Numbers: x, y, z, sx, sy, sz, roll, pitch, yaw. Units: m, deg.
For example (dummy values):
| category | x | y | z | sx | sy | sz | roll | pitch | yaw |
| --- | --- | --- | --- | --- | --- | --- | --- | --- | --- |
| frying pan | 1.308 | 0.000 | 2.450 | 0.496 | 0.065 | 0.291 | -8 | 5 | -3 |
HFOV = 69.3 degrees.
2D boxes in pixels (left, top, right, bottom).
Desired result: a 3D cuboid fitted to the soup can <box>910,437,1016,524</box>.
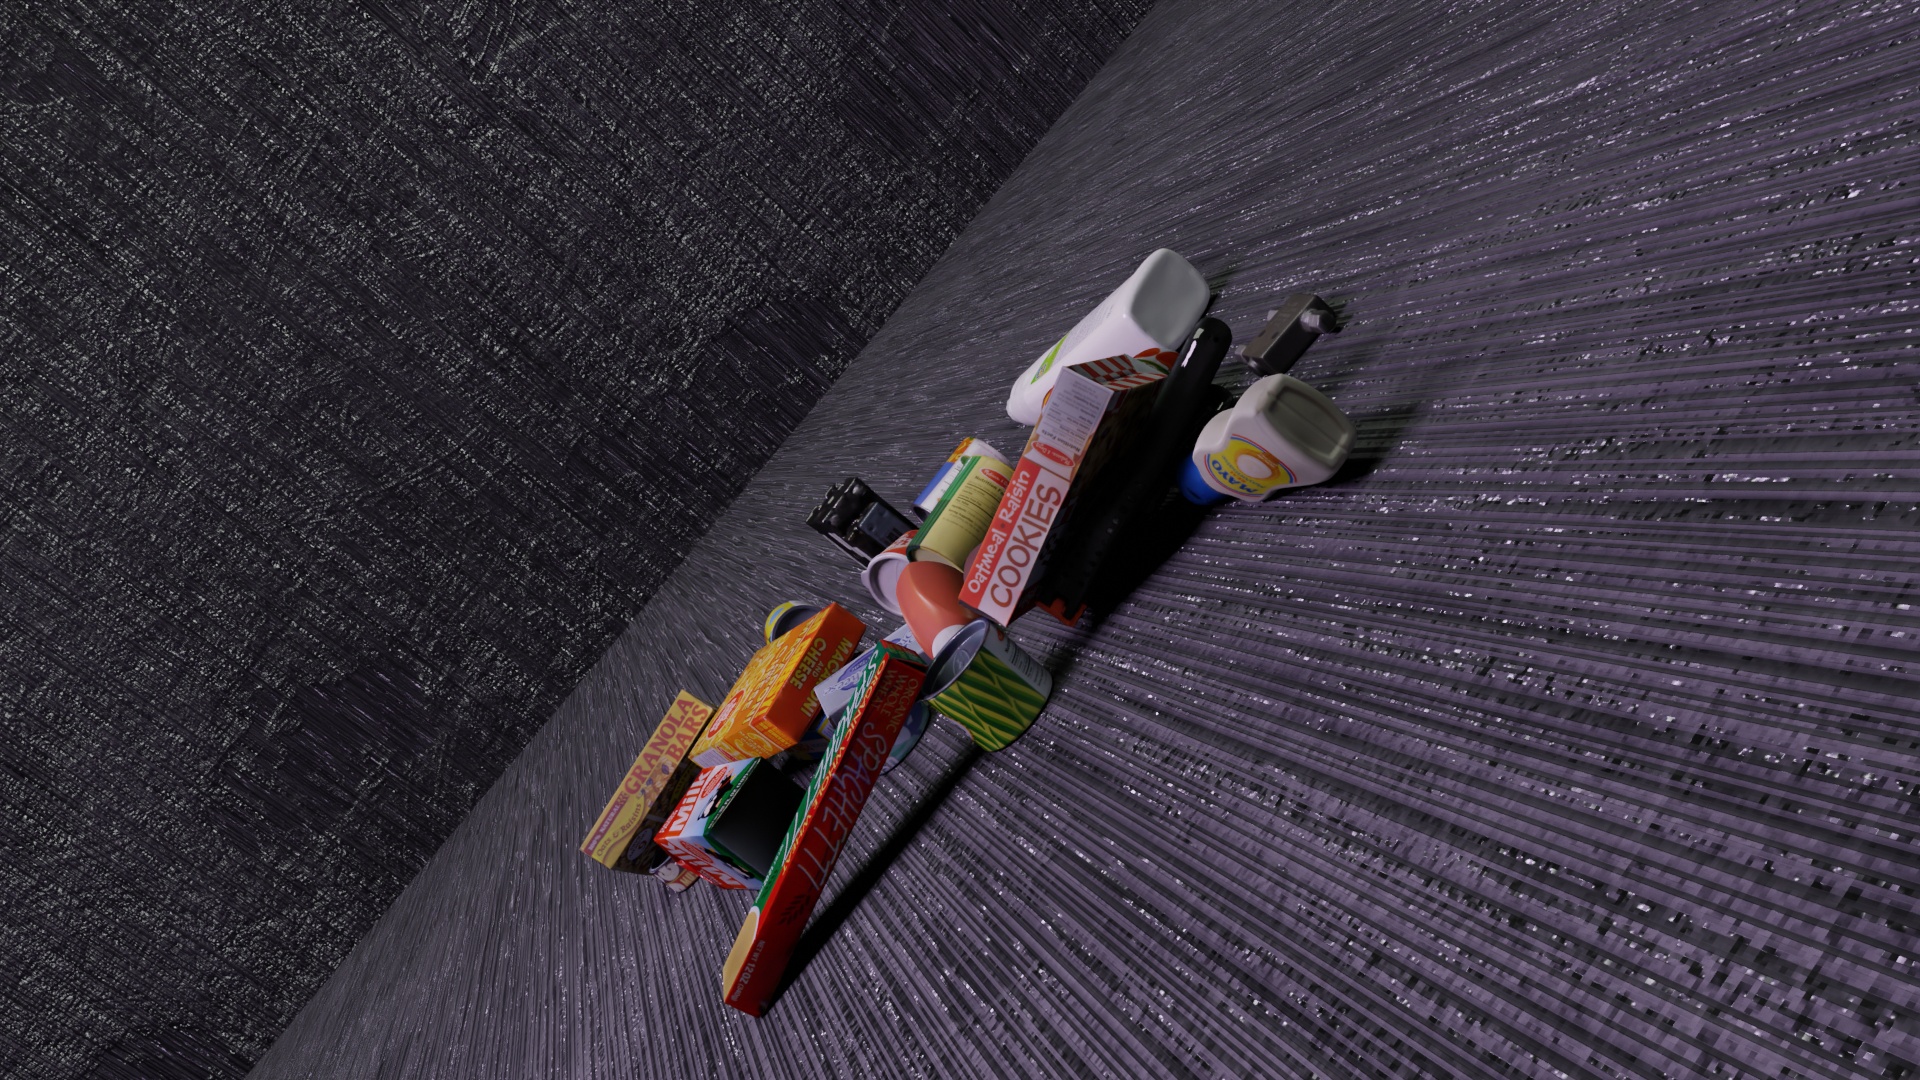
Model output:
| category | x | y | z | sx | sy | sz | roll | pitch | yaw |
| --- | --- | --- | --- | --- | --- | --- | --- | --- | --- |
| soup can | 0.005 | -0.042 | 1.269 | 0.084 | 0.071 | 0.071 | -51 | 14 | -13 |

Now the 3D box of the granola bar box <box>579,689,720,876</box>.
| category | x | y | z | sx | sy | sz | roll | pitch | yaw |
| --- | --- | --- | --- | --- | --- | --- | --- | --- | --- |
| granola bar box | -0.267 | 0.227 | 1.283 | 0.166 | 0.039 | 0.124 | -59 | -16 | -10 |

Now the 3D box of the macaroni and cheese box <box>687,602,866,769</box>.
| category | x | y | z | sx | sy | sz | roll | pitch | yaw |
| --- | --- | --- | --- | --- | --- | --- | --- | --- | --- |
| macaroni and cheese box | -0.156 | 0.131 | 1.185 | 0.166 | 0.040 | 0.124 | -31 | 24 | 53 |

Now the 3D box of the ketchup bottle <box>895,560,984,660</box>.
| category | x | y | z | sx | sy | sz | roll | pitch | yaw |
| --- | --- | --- | --- | --- | --- | --- | --- | --- | --- |
| ketchup bottle | -0.009 | 0.063 | 1.042 | 0.149 | 0.065 | 0.043 | -114 | 44 | -66 |

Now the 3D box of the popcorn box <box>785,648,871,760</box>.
| category | x | y | z | sx | sy | sz | roll | pitch | yaw |
| --- | --- | --- | --- | --- | --- | --- | --- | --- | --- |
| popcorn box | -0.108 | 0.141 | 1.179 | 0.085 | 0.038 | 0.126 | -56 | 16 | -24 |

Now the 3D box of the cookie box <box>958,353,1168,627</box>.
| category | x | y | z | sx | sy | sz | roll | pitch | yaw |
| --- | --- | --- | --- | --- | --- | --- | --- | --- | --- |
| cookie box | 0.067 | -0.036 | 0.900 | 0.123 | 0.040 | 0.166 | -24 | -39 | -64 |

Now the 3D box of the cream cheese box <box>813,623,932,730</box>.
| category | x | y | z | sx | sy | sz | roll | pitch | yaw |
| --- | --- | --- | --- | --- | --- | --- | --- | --- | --- |
| cream cheese box | -0.063 | 0.105 | 1.090 | 0.104 | 0.024 | 0.053 | -34 | 26 | -6 |

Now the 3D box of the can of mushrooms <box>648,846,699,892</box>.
| category | x | y | z | sx | sy | sz | roll | pitch | yaw |
| --- | --- | --- | --- | --- | --- | --- | --- | --- | --- |
| can of mushrooms | -0.244 | 0.277 | 1.238 | 0.071 | 0.033 | 0.071 | -45 | 14 | 14 |

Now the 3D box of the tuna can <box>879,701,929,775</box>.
| category | x | y | z | sx | sy | sz | roll | pitch | yaw |
| --- | --- | --- | --- | --- | --- | --- | --- | --- | --- |
| tuna can | -0.056 | 0.141 | 1.030 | 0.071 | 0.033 | 0.071 | -45 | 14 | 15 |

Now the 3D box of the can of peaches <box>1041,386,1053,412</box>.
| category | x | y | z | sx | sy | sz | roll | pitch | yaw |
| --- | --- | --- | --- | --- | --- | --- | --- | --- | --- |
| can of peaches | 0.108 | -0.104 | 1.120 | 0.058 | 0.071 | 0.071 | -29 | 24 | 54 |

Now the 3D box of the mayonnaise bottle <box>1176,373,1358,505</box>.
| category | x | y | z | sx | sy | sz | roll | pitch | yaw |
| --- | --- | --- | --- | --- | --- | --- | --- | --- | --- |
| mayonnaise bottle | 0.168 | -0.051 | 0.801 | 0.041 | 0.065 | 0.147 | -55 | 4 | -15 |

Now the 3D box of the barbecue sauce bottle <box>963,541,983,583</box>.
| category | x | y | z | sx | sy | sz | roll | pitch | yaw |
| --- | --- | --- | --- | --- | --- | --- | --- | --- | --- |
| barbecue sauce bottle | 0.066 | -0.007 | 1.034 | 0.148 | 0.043 | 0.065 | -37 | 15 | 37 |

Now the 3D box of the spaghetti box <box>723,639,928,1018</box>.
| category | x | y | z | sx | sy | sz | roll | pitch | yaw |
| --- | --- | --- | --- | --- | --- | --- | --- | --- | --- |
| spaghetti box | -0.088 | 0.182 | 0.893 | 0.250 | 0.029 | 0.050 | -64 | 14 | 3 |

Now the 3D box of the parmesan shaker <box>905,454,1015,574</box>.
| category | x | y | z | sx | sy | sz | roll | pitch | yaw |
| --- | --- | --- | --- | --- | --- | --- | --- | --- | --- |
| parmesan shaker | 0.004 | -0.015 | 1.184 | 0.103 | 0.071 | 0.071 | -56 | 15 | -24 |

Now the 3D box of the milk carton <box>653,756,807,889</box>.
| category | x | y | z | sx | sy | sz | roll | pitch | yaw |
| --- | --- | --- | --- | --- | --- | --- | --- | --- | --- |
| milk carton | -0.181 | 0.226 | 1.099 | 0.072 | 0.073 | 0.190 | -56 | 15 | -26 |

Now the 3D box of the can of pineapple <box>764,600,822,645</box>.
| category | x | y | z | sx | sy | sz | roll | pitch | yaw |
| --- | --- | --- | --- | --- | --- | --- | --- | --- | --- |
| can of pineapple | -0.164 | 0.097 | 1.412 | 0.071 | 0.071 | 0.058 | -51 | 13 | -9 |

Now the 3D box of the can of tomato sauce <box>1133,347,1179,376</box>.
| category | x | y | z | sx | sy | sz | roll | pitch | yaw |
| --- | --- | --- | --- | --- | --- | --- | --- | --- | --- |
| can of tomato sauce | 0.127 | -0.096 | 0.989 | 0.071 | 0.071 | 0.083 | -35 | -1 | 44 |

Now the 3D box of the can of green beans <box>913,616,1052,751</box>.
| category | x | y | z | sx | sy | sz | roll | pitch | yaw |
| --- | --- | --- | --- | --- | --- | --- | --- | --- | --- |
| can of green beans | 0.016 | 0.092 | 0.887 | 0.071 | 0.058 | 0.071 | -45 | 14 | 15 |

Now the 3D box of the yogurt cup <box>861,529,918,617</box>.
| category | x | y | z | sx | sy | sz | roll | pitch | yaw |
| --- | --- | --- | --- | --- | --- | --- | --- | --- | --- |
| yogurt cup | -0.042 | 0.027 | 1.235 | 0.072 | 0.072 | 0.054 | -37 | 10 | 41 |
